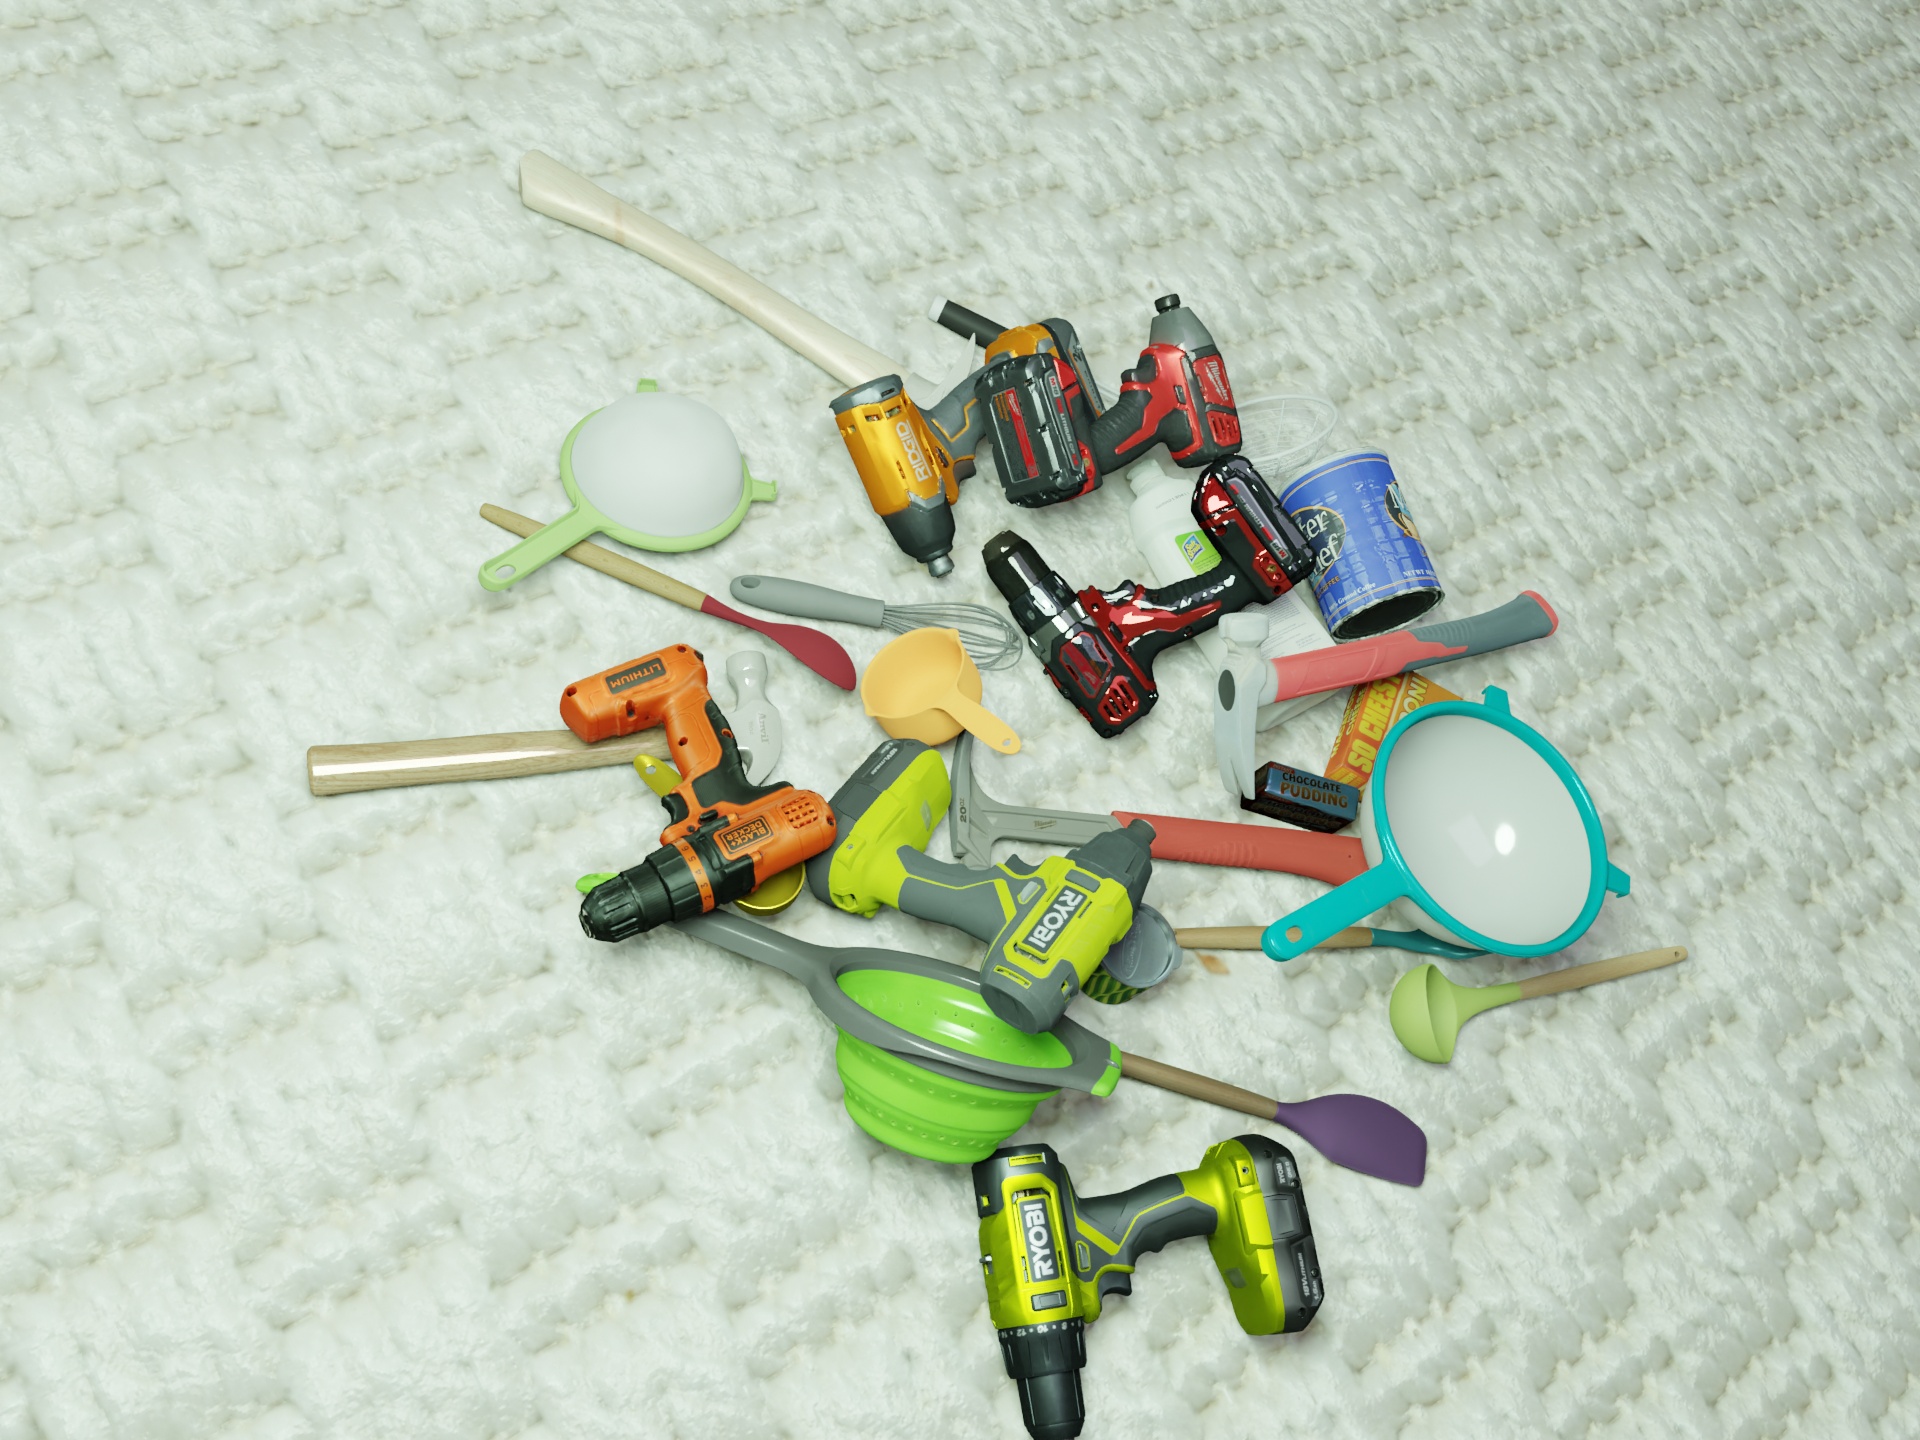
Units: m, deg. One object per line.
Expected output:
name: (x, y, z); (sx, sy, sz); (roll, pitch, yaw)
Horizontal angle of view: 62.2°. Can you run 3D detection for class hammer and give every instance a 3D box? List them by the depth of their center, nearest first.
hammer: (-0.291, 0.024, 1.145); (0.331, 0.031, 0.130); (-5, 69, -19)
hammer: (0.167, 0.084, 1.261); (0.359, 0.036, 0.149); (6, 66, -14)
hammer: (0.360, -0.040, 1.314); (0.386, 0.038, 0.143); (-12, 107, -33)
hammer: (-0.184, -0.370, 1.348); (0.410, 0.038, 0.146); (31, 60, -3)

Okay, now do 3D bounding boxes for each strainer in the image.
strainer: (-0.260, -0.180, 1.198); (0.151, 0.069, 0.256); (41, 51, 8)
strainer: (0.342, 0.118, 1.224); (0.340, 0.095, 0.211); (-22, 75, -28)

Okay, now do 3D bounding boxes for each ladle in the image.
ladle: (-0.220, -0.099, 1.216); (0.315, 0.069, 0.031); (23, 101, -1)
ladle: (0.482, 0.216, 1.297); (0.320, 0.062, 0.078); (-7, 84, -23)

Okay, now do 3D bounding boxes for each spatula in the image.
spatula: (0.214, 0.285, 1.201); (0.315, 0.018, 0.060); (19, 62, -11)
spatula: (0.305, 0.164, 1.269); (0.317, 0.044, 0.082); (1, 37, -15)

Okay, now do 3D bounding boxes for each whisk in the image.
whisk: (-0.065, -0.081, 1.258); (0.239, 0.055, 0.055); (11, 65, -8)

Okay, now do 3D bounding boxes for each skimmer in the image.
skimmer: (0.150, -0.311, 1.398); (0.363, 0.090, 0.127); (25, 38, -4)

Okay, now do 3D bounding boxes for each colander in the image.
colander: (-0.091, 0.209, 1.093); (0.397, 0.204, 0.094); (19, 97, 8)

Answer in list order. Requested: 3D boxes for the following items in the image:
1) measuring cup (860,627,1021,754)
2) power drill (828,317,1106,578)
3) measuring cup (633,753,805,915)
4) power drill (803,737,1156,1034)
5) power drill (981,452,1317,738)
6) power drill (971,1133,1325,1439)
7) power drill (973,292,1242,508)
measuring cup: (-0.002, -0.004, 1.192); (0.095, 0.052, 0.174); (-44, 46, -10)
power drill: (0.015, -0.225, 1.302); (0.226, 0.084, 0.164); (-30, 104, -32)
measuring cup: (-0.175, 0.079, 1.131); (0.156, 0.029, 0.062); (40, 64, 14)
power drill: (0.015, 0.104, 1.122); (0.223, 0.080, 0.171); (23, 58, 30)
power drill: (0.146, -0.120, 1.271); (0.226, 0.080, 0.188); (-37, 92, 4)
power drill: (0.127, 0.383, 1.100); (0.228, 0.080, 0.191); (-3, 68, -16)
power drill: (0.127, -0.259, 1.282); (0.219, 0.078, 0.143); (-21, 99, -31)
